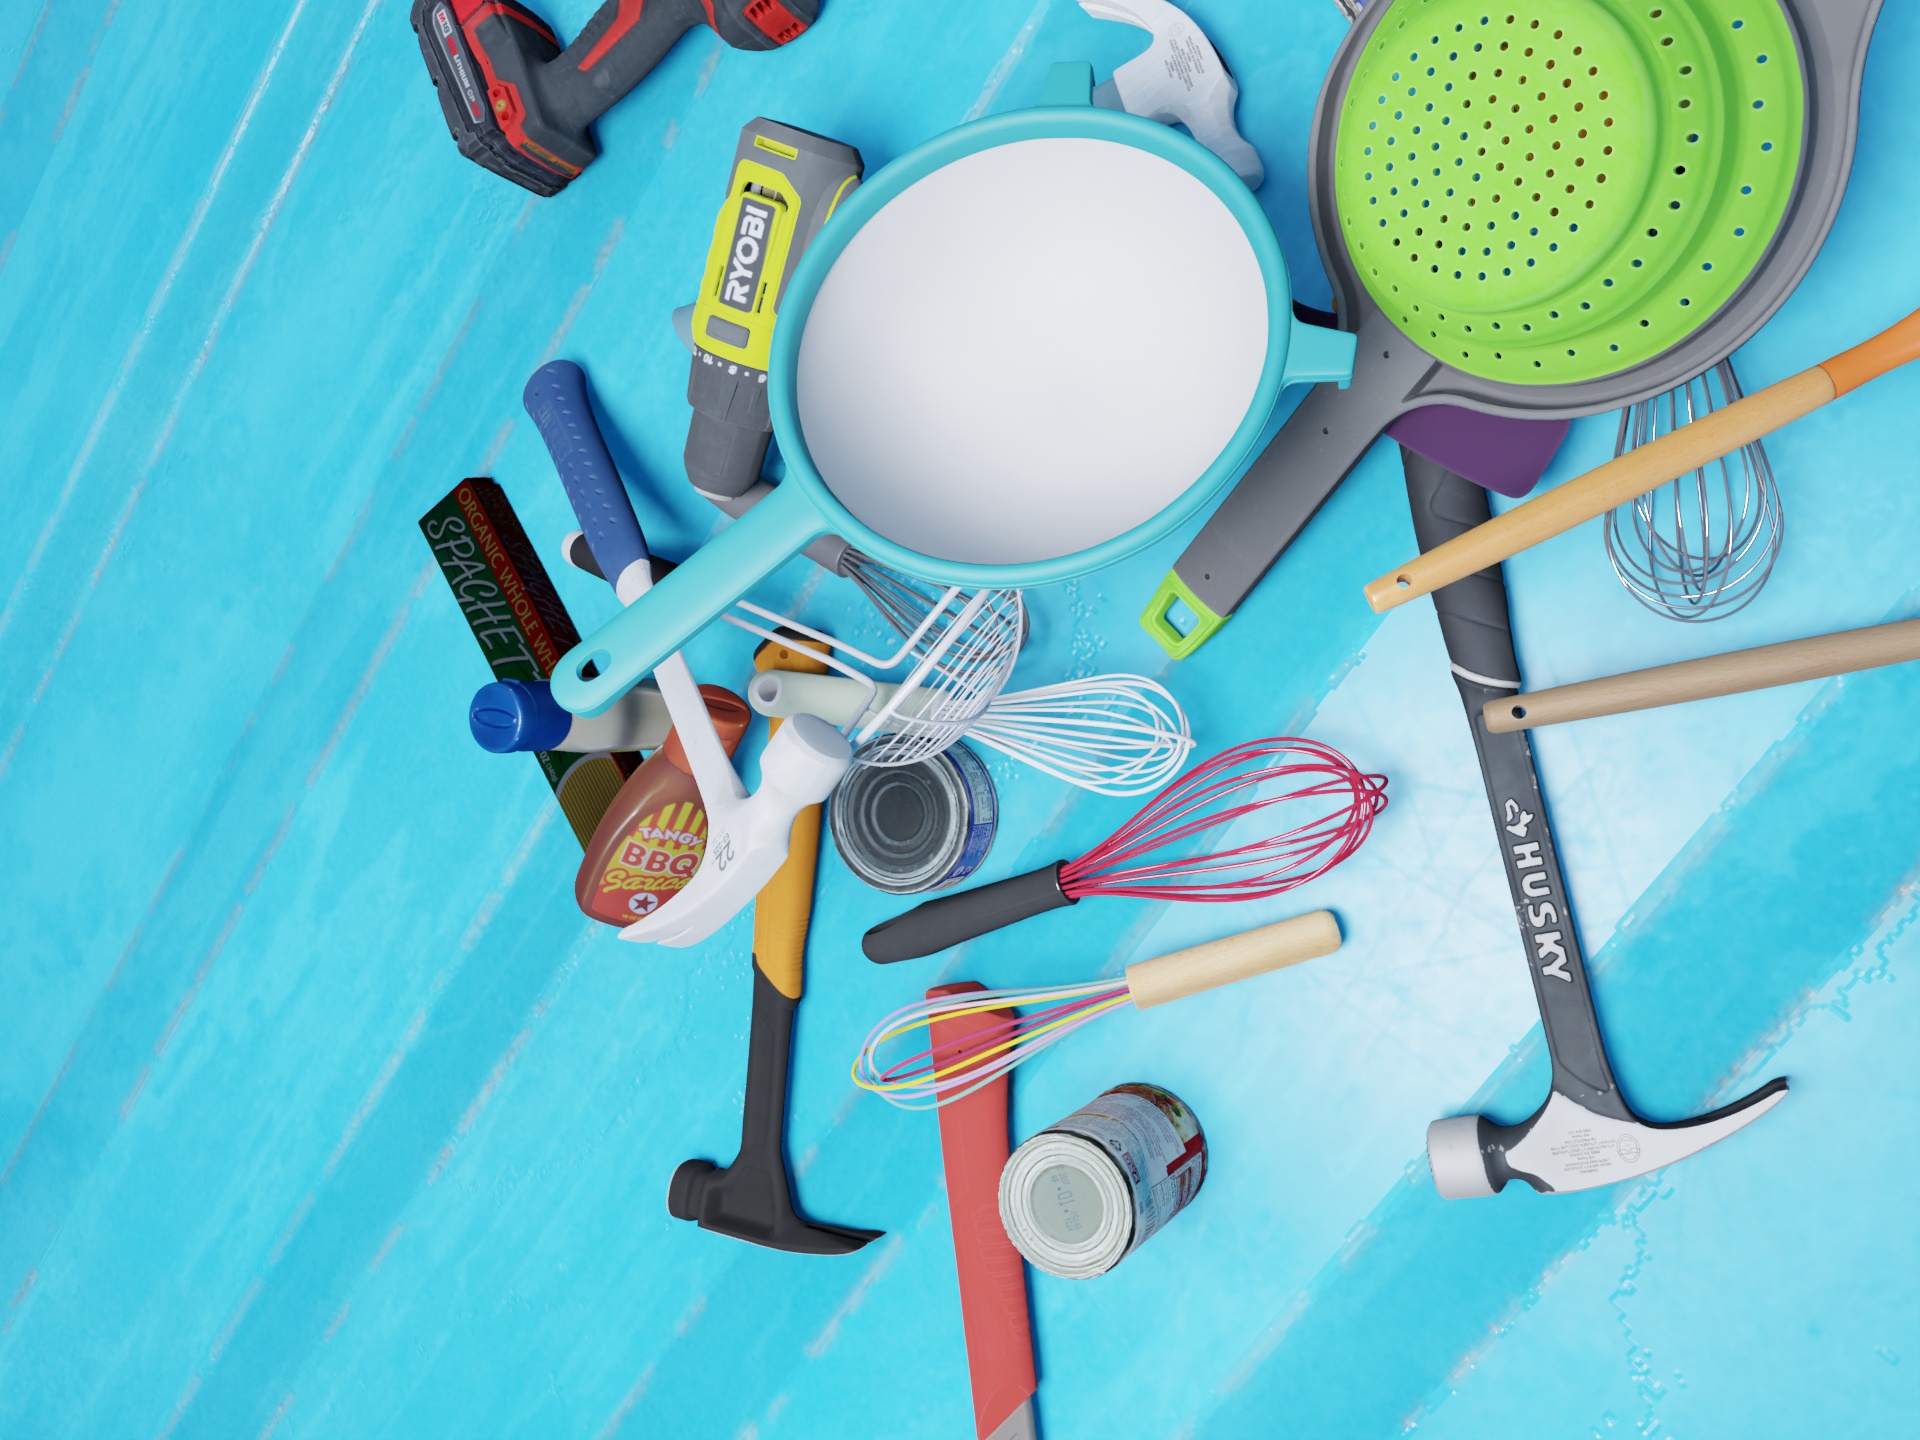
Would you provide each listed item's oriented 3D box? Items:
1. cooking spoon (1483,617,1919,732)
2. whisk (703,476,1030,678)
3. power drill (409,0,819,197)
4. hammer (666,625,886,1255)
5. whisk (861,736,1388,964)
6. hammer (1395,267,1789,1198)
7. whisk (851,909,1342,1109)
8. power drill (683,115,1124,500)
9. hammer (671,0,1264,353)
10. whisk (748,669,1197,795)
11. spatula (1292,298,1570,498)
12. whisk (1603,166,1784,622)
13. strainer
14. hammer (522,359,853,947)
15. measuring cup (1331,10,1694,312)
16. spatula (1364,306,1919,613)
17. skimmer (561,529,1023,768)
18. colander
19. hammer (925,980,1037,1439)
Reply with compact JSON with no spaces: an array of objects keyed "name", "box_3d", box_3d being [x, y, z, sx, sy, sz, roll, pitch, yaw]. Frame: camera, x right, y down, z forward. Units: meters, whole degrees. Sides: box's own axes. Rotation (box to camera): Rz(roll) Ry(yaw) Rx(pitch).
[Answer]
[{"name":"cooking spoon","box_3d":[0.371,-0.031,0.625,0.319,0.017,0.069,-12,85,18]},{"name":"whisk","box_3d":[-0.059,-0.090,0.845,0.239,0.055,0.055,31,103,28]},{"name":"power drill","box_3d":[-0.199,-0.427,0.902,0.226,0.080,0.188,-26,79,21]},{"name":"hammer","box_3d":[-0.092,0.118,0.866,0.127,0.034,0.337,5,92,27]},{"name":"whisk","box_3d":[0.068,0.073,0.774,0.296,0.073,0.073,-22,80,30]},{"name":"hammer","box_3d":[0.241,-0.001,0.700,0.149,0.036,0.409,-14,83,25]},{"name":"whisk","box_3d":[0.062,0.137,0.759,0.245,0.047,0.051,-18,81,10]},{"name":"power drill","box_3d":[-0.034,-0.174,0.794,0.228,0.080,0.190,25,111,17]},{"name":"hammer","box_3d":[-0.014,-0.265,0.830,0.331,0.033,0.128,-20,82,25]},{"name":"whisk","box_3d":[-0.001,-0.003,0.788,0.246,0.059,0.058,7,84,27]},{"name":"spatula","box_3d":[0.131,-0.198,0.729,0.316,0.018,0.059,35,116,23]},{"name":"whisk","box_3d":[0.295,-0.181,0.663,0.070,0.070,0.285,-5,83,27]},{"name":"strainer","box_3d":[-0.017,-0.100,0.666,0.340,0.095,0.211,-37,67,3]},{"name":"hammer","box_3d":[-0.168,-0.061,0.812,0.144,0.035,0.406,-53,44,23]},{"name":"measuring cup","box_3d":[0.220,-0.235,0.667,0.173,0.052,0.095,-35,61,25]},{"name":"spatula","box_3d":[0.306,-0.115,0.612,0.322,0.041,0.081,-26,76,7]},{"name":"skimmer","box_3d":[-0.110,-0.067,0.806,0.364,0.090,0.127,22,69,40]},{"name":"colander","box_3d":[0.171,-0.158,0.637,0.205,0.094,0.397,48,129,15]},{"name":"hammer","box_3d":[0.011,0.316,0.812,0.149,0.036,0.359,-9,86,26]}]
